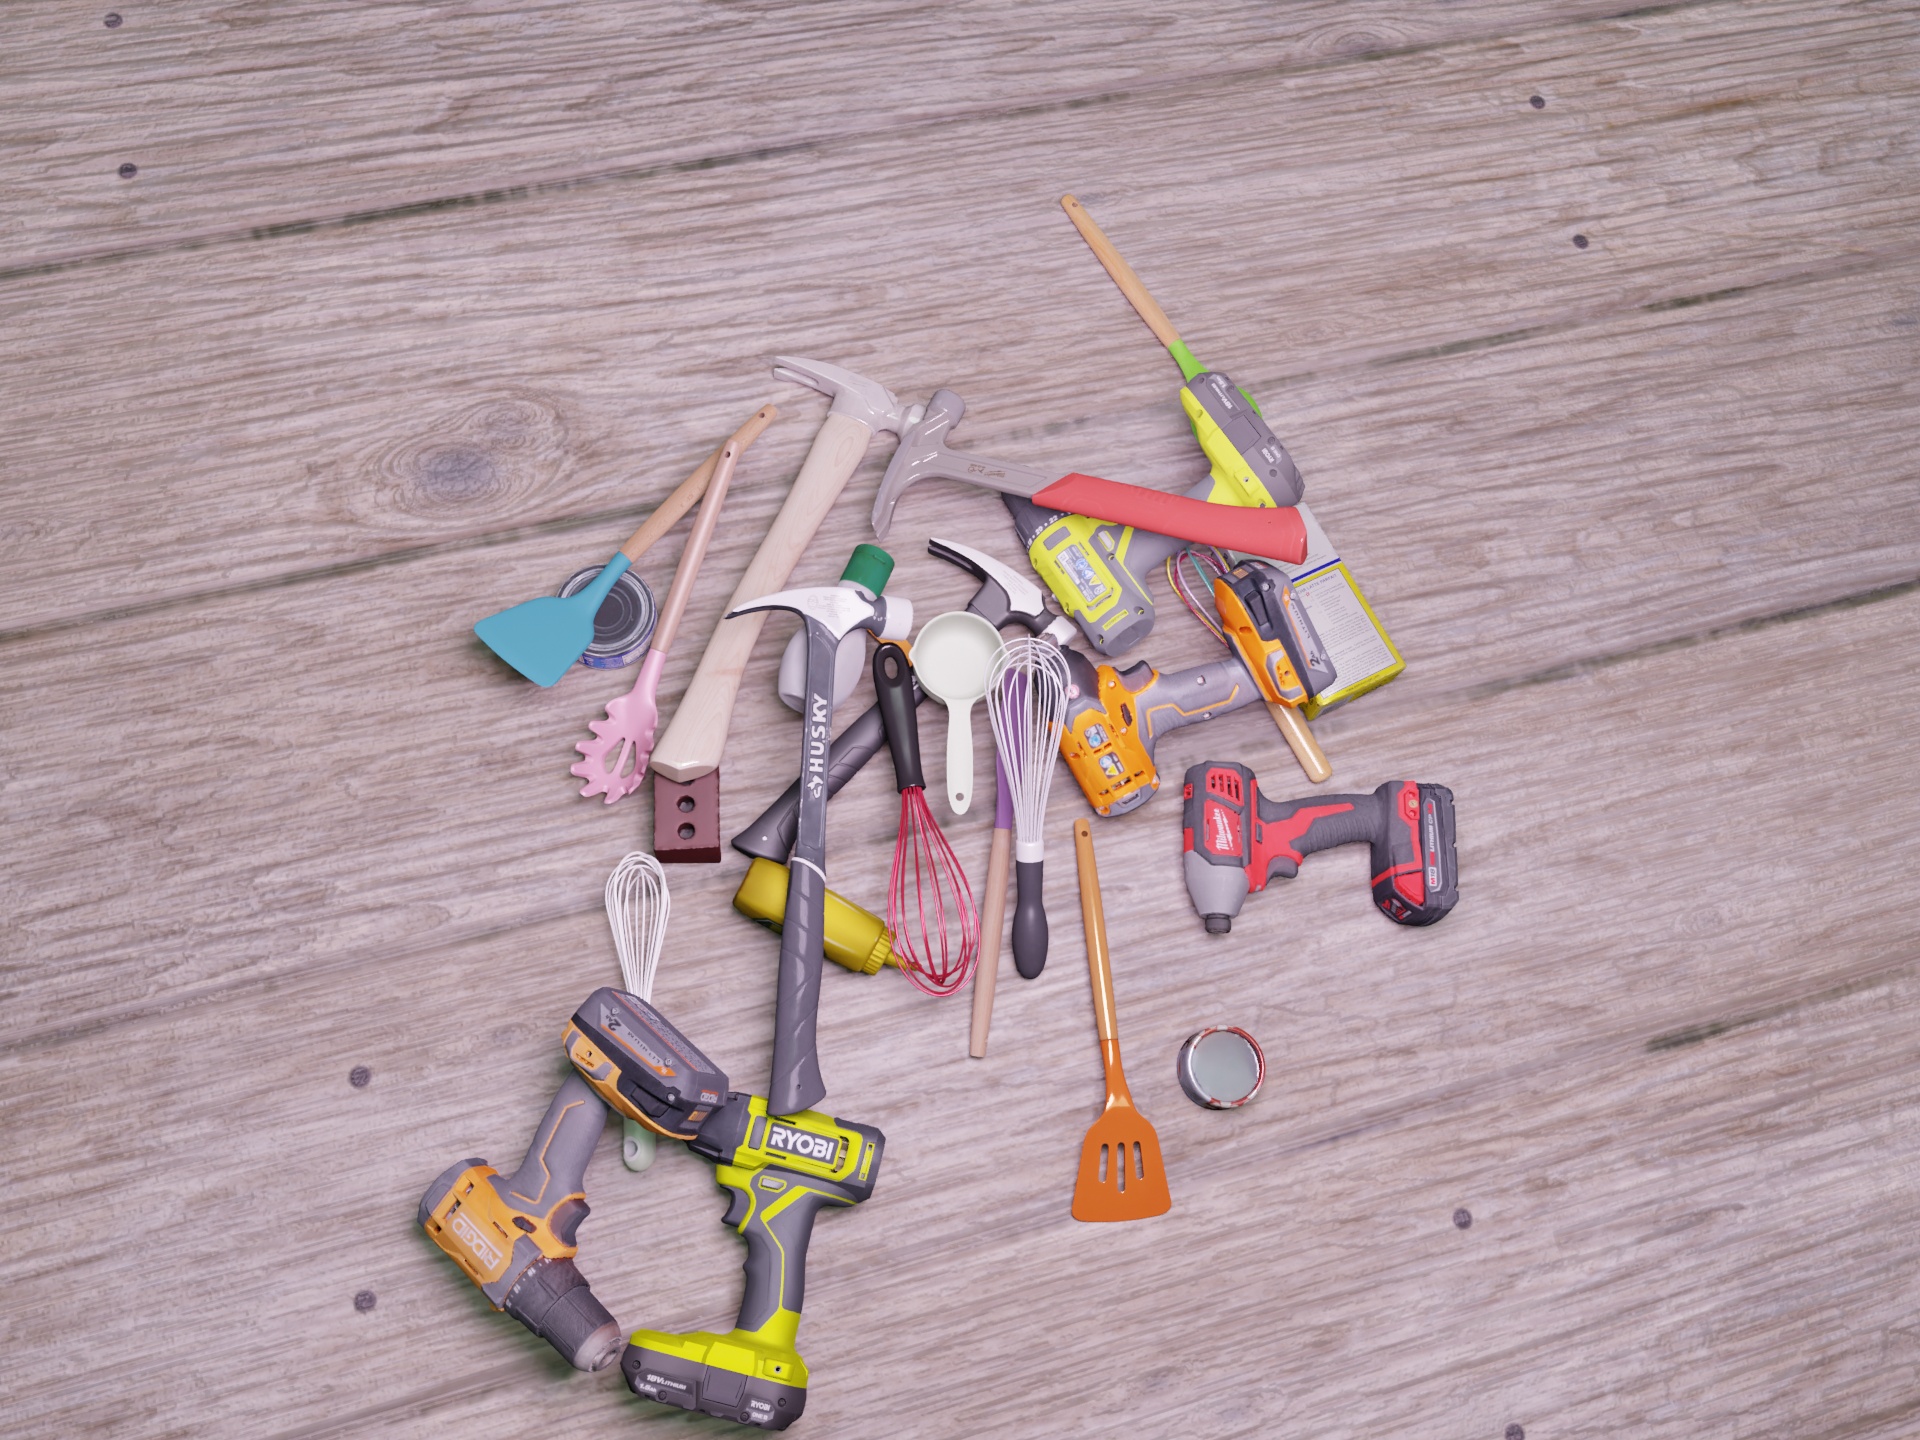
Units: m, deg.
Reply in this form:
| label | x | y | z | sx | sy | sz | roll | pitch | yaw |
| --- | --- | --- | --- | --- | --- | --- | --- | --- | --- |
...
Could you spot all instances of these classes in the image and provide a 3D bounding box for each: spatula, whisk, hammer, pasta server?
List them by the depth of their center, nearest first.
| label | x | y | z | sx | sy | sz | roll | pitch | yaw |
| --- | --- | --- | --- | --- | --- | --- | --- | --- | --- |
| hammer | -0.120 | 0.094 | 1.221 | 0.149 | 0.036 | 0.409 | 7 | 78 | -21 |
| whisk | -0.250 | 0.224 | 1.243 | 0.058 | 0.059 | 0.246 | -10 | 75 | 28 |
| whisk | -0.036 | 0.074 | 1.268 | 0.073 | 0.073 | 0.296 | -7 | 71 | -9 |
| whisk | 0.055 | 0.072 | 1.269 | 0.070 | 0.070 | 0.284 | -3 | 103 | -8 |
| spatula | 0.115 | 0.238 | 1.293 | 0.081 | 0.041 | 0.323 | -3 | 69 | -8 |
| spatula | 0.033 | 0.115 | 1.300 | 0.018 | 0.059 | 0.316 | 2 | 79 | 29 |
| pasta server | -0.240 | -0.083 | 1.305 | 0.060 | 0.040 | 0.316 | 19 | 87 | 5 |
| hammer | 0.107 | -0.176 | 1.311 | 0.359 | 0.036 | 0.149 | 17 | 68 | 21 |
| spatula | -0.260 | -0.156 | 1.316 | 0.082 | 0.044 | 0.317 | 38 | 74 | 10 |
| hammer | -0.065 | -0.009 | 1.330 | 0.146 | 0.035 | 0.335 | 43 | 77 | 6 |
| hammer | -0.166 | -0.134 | 1.337 | 0.146 | 0.038 | 0.411 | 23 | 64 | 2 |
| whisk | 0.253 | -0.053 | 1.392 | 0.047 | 0.051 | 0.245 | -30 | 83 | 0 |

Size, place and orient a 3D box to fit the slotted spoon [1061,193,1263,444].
| label | x | y | z | sx | sy | sz | roll | pitch | yaw |
| --- | --- | --- | --- | --- | --- | --- | --- | --- | --- |
| slotted spoon | 0.184 | -0.371 | 1.485 | 0.070 | 0.031 | 0.314 | -30 | 77 | -14 |

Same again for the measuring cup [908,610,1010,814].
| label | x | y | z | sx | sy | sz | roll | pitch | yaw |
| --- | --- | --- | --- | --- | --- | --- | --- | --- | --- |
| measuring cup | -0.002 | -0.004 | 1.298 | 0.083 | 0.038 | 0.168 | 1 | 78 | -5 |

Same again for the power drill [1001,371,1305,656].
| label | x | y | z | sx | sy | sz | roll | pitch | yaw |
| --- | --- | --- | --- | --- | --- | --- | --- | --- | --- |
| power drill | 0.159 | -0.192 | 1.369 | 0.228 | 0.080 | 0.191 | -36 | 69 | 10 |

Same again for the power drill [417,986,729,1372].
| label | x | y | z | sx | sy | sz | roll | pitch | yaw |
| --- | --- | --- | --- | --- | --- | --- | --- | --- | --- |
| power drill | -0.265 | 0.332 | 1.149 | 0.185 | 0.084 | 0.226 | 36 | 87 | 25 |

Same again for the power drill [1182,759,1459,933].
| label | x | y | z | sx | sy | sz | roll | pitch | yaw |
| --- | --- | --- | --- | --- | --- | --- | --- | --- | --- |
| power drill | 0.294 | 0.112 | 1.326 | 0.219 | 0.078 | 0.143 | 4 | 71 | -2 |

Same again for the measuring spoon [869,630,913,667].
| label | x | y | z | sx | sy | sz | roll | pitch | yaw |
| --- | --- | --- | --- | --- | --- | --- | --- | --- | --- |
| measuring spoon | -0.063 | -0.073 | 1.374 | 0.021 | 0.011 | 0.117 | -41 | 78 | -13 |

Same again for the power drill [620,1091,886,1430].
| label | x | y | z | sx | sy | sz | roll | pitch | yaw |
| --- | --- | --- | --- | --- | --- | --- | --- | --- | --- |
| power drill | -0.165 | 0.394 | 1.185 | 0.171 | 0.080 | 0.223 | 15 | 68 | -2 |

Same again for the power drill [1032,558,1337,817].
| label | x | y | z | sx | sy | sz | roll | pitch | yaw |
| --- | --- | --- | --- | --- | --- | --- | --- | --- | --- |
| power drill | 0.174 | -0.041 | 1.306 | 0.226 | 0.084 | 0.164 | -30 | 108 | 2 |
